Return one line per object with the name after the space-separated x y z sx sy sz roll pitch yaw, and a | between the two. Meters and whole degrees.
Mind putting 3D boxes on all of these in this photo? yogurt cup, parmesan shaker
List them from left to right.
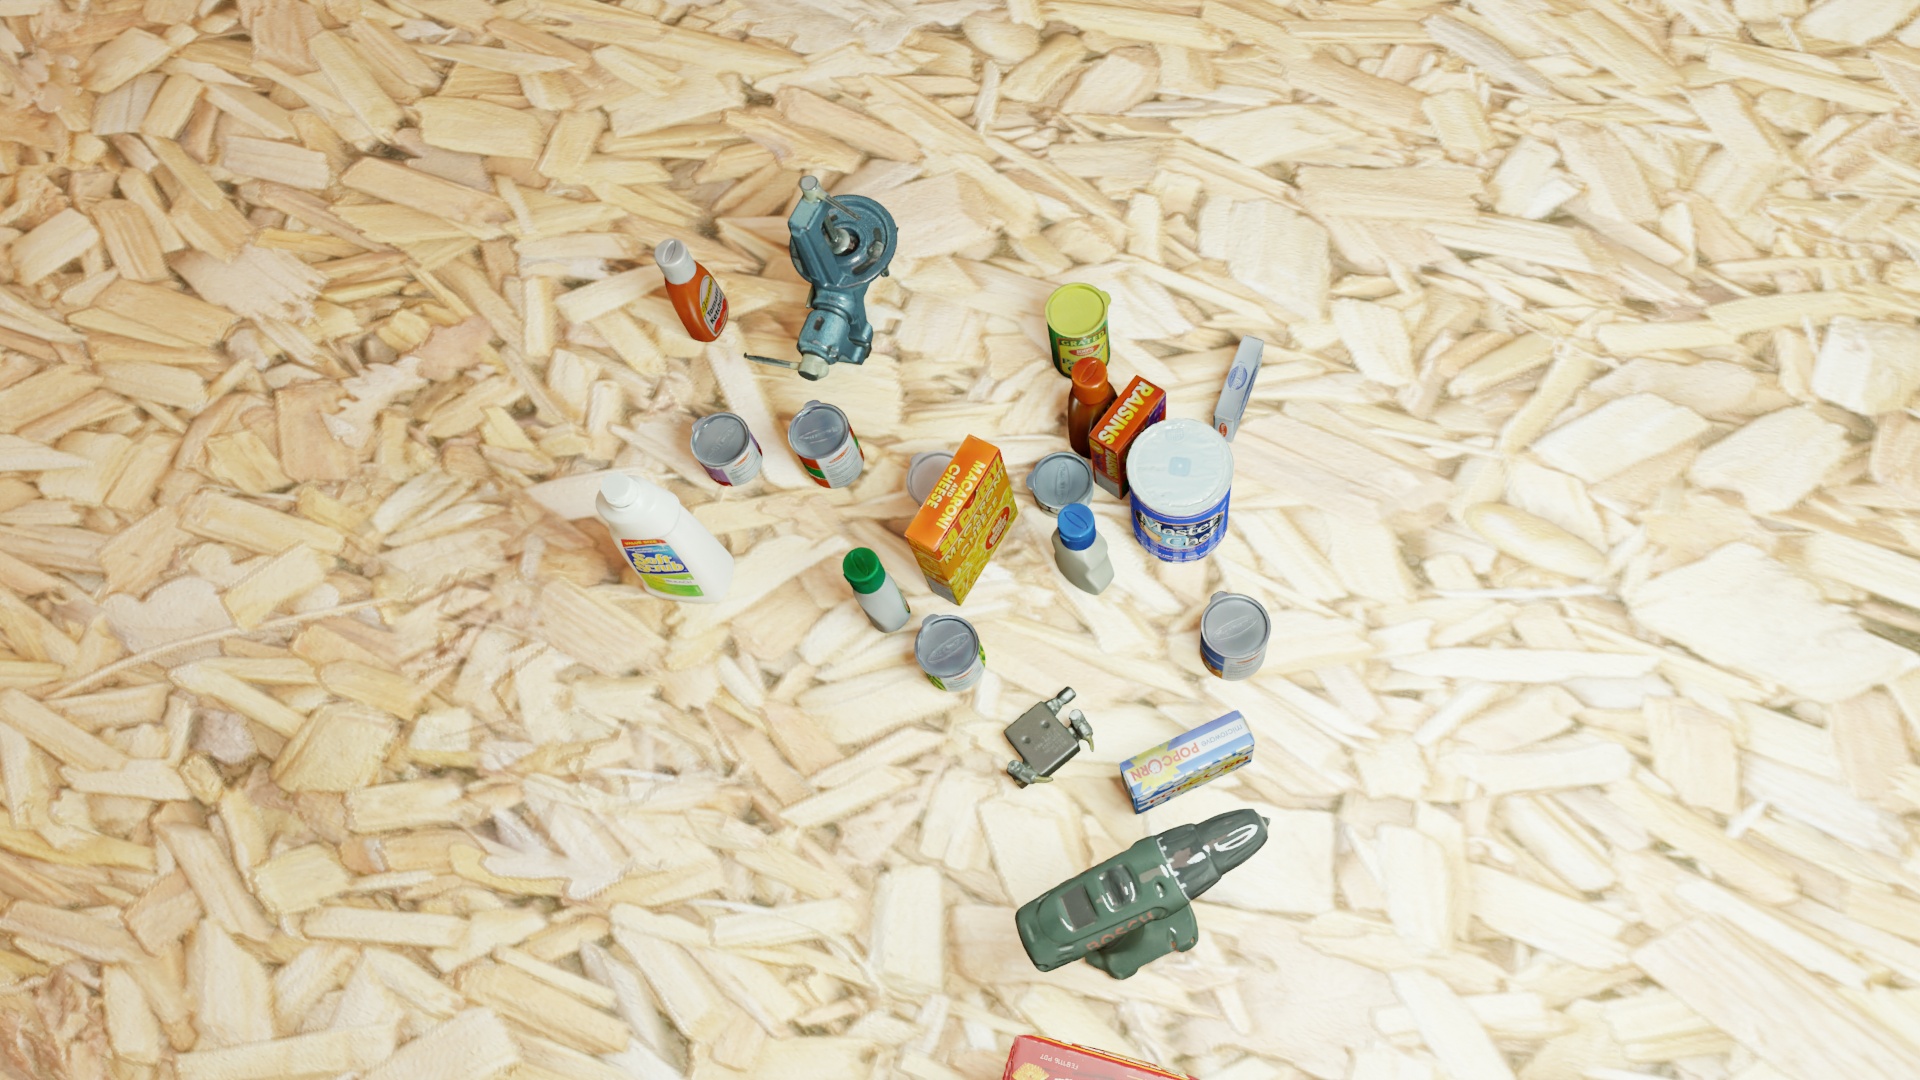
-0.020 -0.056 1.483 0.072 0.053 0.072 -3 68 7 | yogurt cup
0.131 -0.225 1.501 0.071 0.102 0.071 -3 68 7 | parmesan shaker

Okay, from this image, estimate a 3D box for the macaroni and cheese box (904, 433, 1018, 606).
0.005 -0.018 1.403 0.040 0.166 0.124 27 75 17 | macaroni and cheese box

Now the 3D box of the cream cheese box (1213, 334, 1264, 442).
0.295 -0.161 1.478 0.024 0.053 0.104 18 72 15 | cream cheese box

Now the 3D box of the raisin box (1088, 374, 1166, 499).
0.174 -0.105 1.436 0.040 0.123 0.086 35 77 19 | raisin box

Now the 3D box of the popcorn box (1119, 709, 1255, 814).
0.216 0.212 1.324 0.127 0.085 0.038 -24 67 -2 | popcorn box

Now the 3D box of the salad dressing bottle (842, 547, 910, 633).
-0.086 0.049 1.399 0.044 0.147 0.064 -34 68 -5 | salad dressing bottle

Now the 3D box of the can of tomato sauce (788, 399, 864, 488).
-0.145 -0.103 1.504 0.071 0.083 0.071 -3 68 7 | can of tomato sauce

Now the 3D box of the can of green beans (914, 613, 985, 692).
-0.010 0.115 1.411 0.071 0.057 0.071 -3 68 7 | can of green beans

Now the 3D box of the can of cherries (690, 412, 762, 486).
-0.259 -0.102 1.534 0.071 0.058 0.072 -3 68 7 | can of cherries

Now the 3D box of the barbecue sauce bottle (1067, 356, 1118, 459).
0.137 -0.141 1.442 0.044 0.148 0.065 33 77 19 | barbecue sauce bottle

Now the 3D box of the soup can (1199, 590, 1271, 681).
0.268 0.094 1.364 0.071 0.083 0.071 -3 68 7 | soup can

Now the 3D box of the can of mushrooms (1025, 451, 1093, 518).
0.106 -0.058 1.476 0.071 0.033 0.071 -3 68 7 | can of mushrooms

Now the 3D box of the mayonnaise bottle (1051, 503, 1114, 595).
0.120 0.007 1.386 0.065 0.147 0.041 37 79 20 | mayonnaise bottle

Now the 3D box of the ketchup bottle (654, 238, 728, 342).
-0.304 -0.284 1.564 0.043 0.148 0.065 9 71 12 | ketchup bottle
